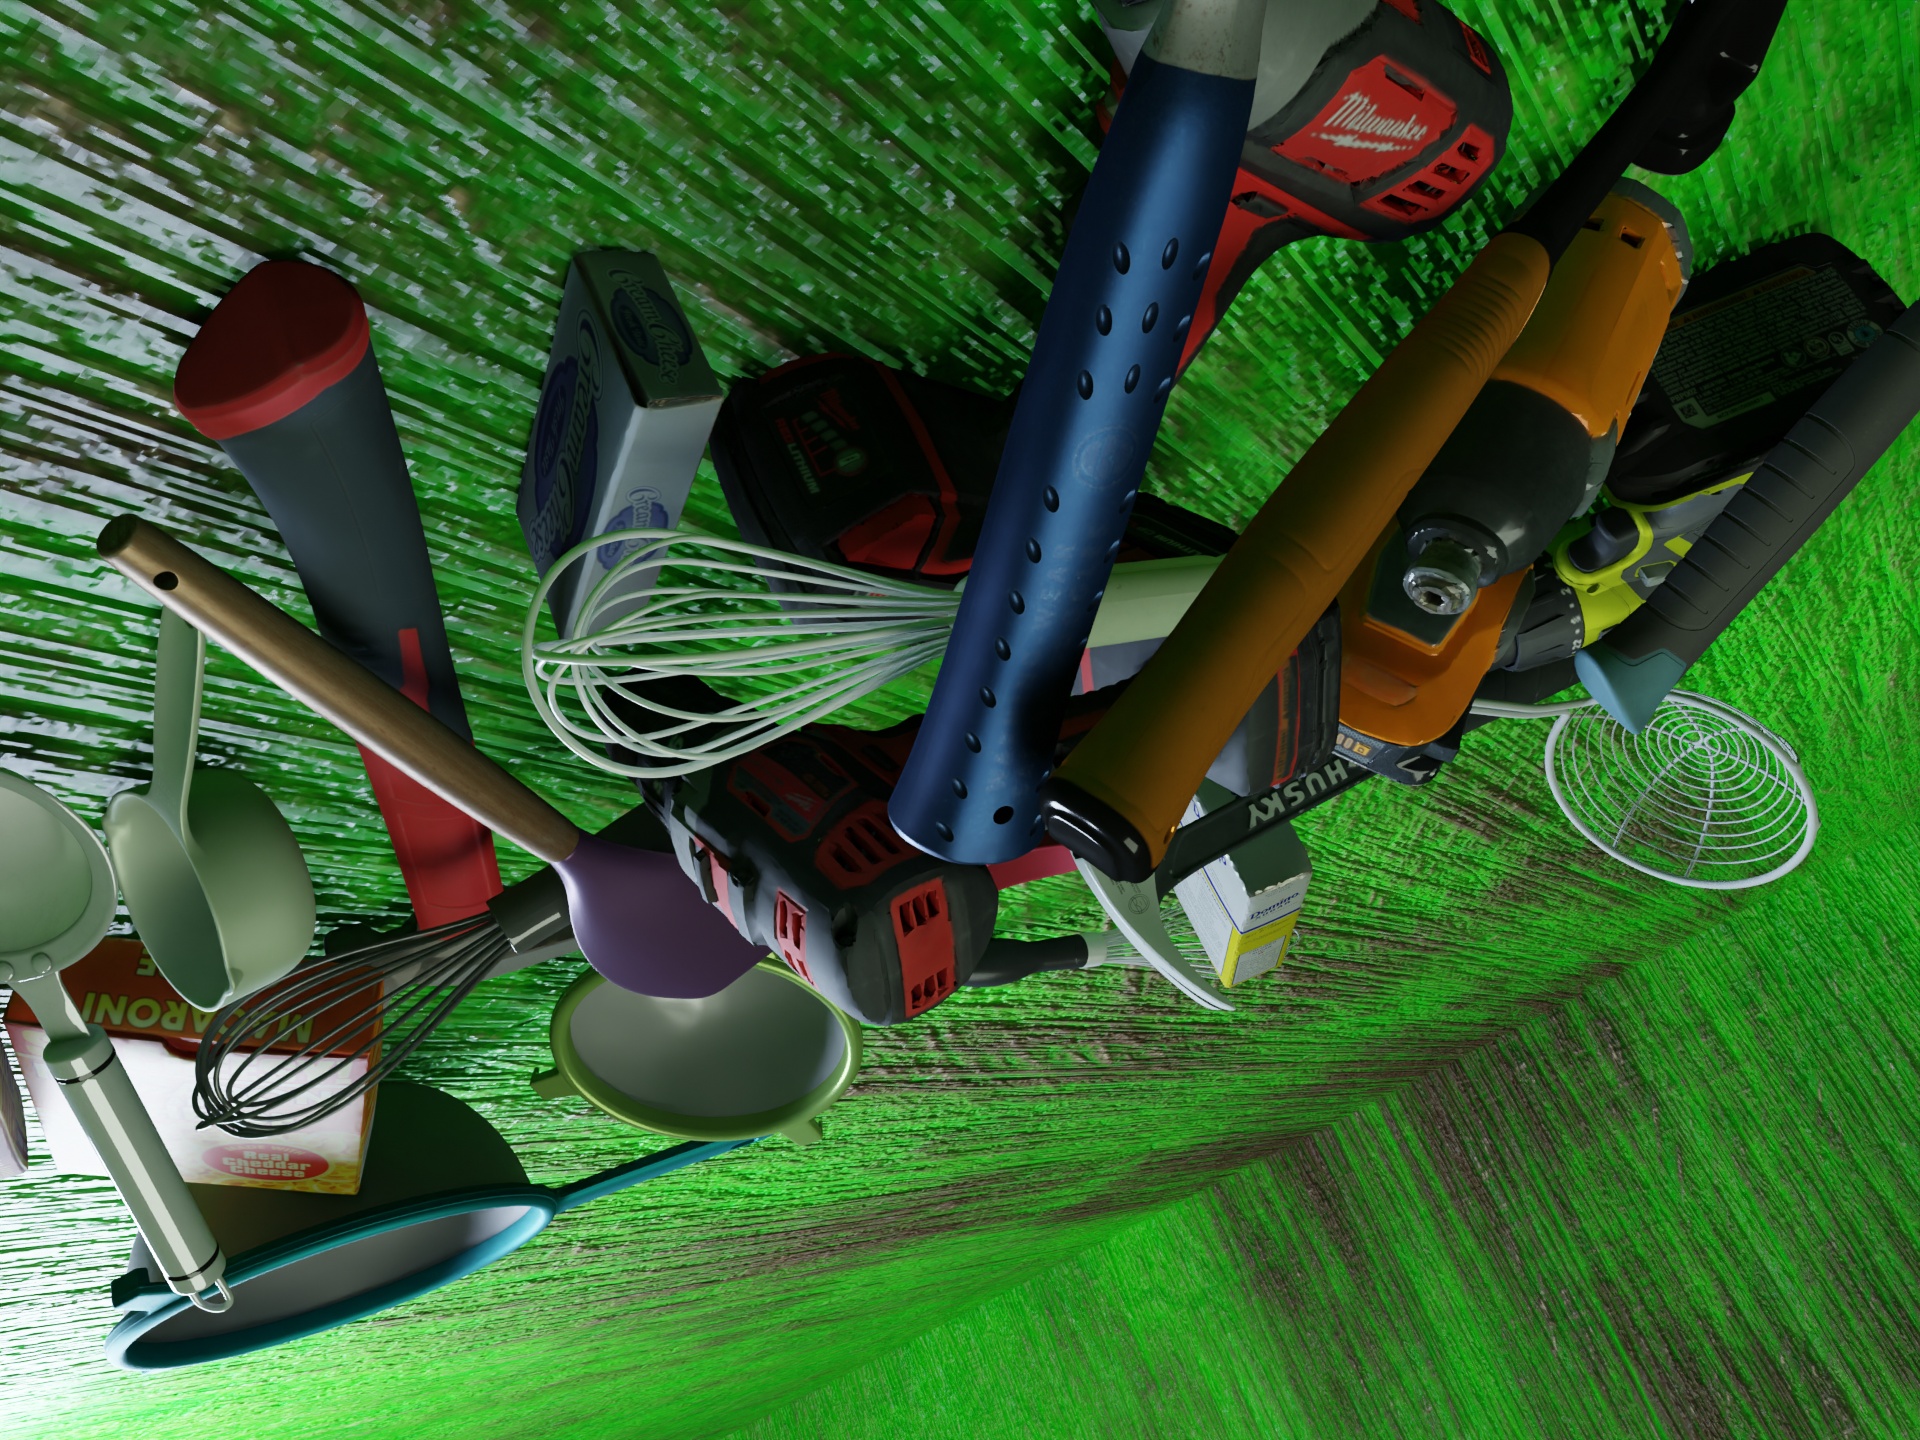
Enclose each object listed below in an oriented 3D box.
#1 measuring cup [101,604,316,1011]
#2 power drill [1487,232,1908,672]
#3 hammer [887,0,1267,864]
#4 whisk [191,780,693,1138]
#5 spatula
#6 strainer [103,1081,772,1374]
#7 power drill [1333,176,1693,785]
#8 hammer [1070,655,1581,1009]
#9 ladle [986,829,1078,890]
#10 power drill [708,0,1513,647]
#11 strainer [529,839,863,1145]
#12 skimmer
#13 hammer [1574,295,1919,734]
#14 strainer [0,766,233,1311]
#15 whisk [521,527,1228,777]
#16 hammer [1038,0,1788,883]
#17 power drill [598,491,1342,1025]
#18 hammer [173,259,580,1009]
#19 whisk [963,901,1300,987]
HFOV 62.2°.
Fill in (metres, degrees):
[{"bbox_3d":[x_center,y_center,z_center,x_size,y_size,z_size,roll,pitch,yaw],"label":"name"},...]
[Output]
[{"bbox_3d":[-0.227,0.019,0.491,0.038,0.083,0.167,-24,146,-46],"label":"measuring cup"},{"bbox_3d":[0.302,-0.096,0.712,0.190,0.080,0.228,-22,158,-3],"label":"power drill"},{"bbox_3d":[0.043,-0.135,0.298,0.144,0.035,0.405,-6,129,-30],"label":"hammer"},{"bbox_3d":[-0.163,0.075,0.571,0.239,0.055,0.055,-31,158,-17],"label":"whisk"},{"bbox_3d":[-0.142,0.029,0.497,0.060,0.018,0.315,-37,145,0],"label":"spatula"},{"bbox_3d":[-0.264,0.228,0.828,0.340,0.095,0.211,-13,156,-29],"label":"strainer"},{"bbox_3d":[0.178,-0.064,0.581,0.164,0.084,0.226,-59,168,-24],"label":"power drill"},{"bbox_3d":[0.246,0.006,0.829,0.409,0.149,0.036,-25,177,-15],"label":"hammer"},{"bbox_3d":[-0.047,0.133,0.913,0.315,0.031,0.069,-33,151,23],"label":"ladle"},{"bbox_3d":[0.032,-0.116,0.433,0.143,0.079,0.219,4,140,-46],"label":"power drill"},{"bbox_3d":[-0.105,0.101,0.759,0.151,0.069,0.256,14,127,-14],"label":"strainer"},{"bbox_3d":[0.230,0.018,0.740,0.363,0.090,0.127,7,155,-20],"label":"skimmer"},{"bbox_3d":[0.340,-0.131,0.566,0.128,0.033,0.331,25,111,-29],"label":"hammer"},{"bbox_3d":[-0.285,0.099,0.507,0.087,0.050,0.258,-11,119,-1],"label":"strainer"},{"bbox_3d":[-0.002,-0.028,0.430,0.246,0.059,0.058,-10,-177,-39],"label":"whisk"},{"bbox_3d":[0.129,-0.098,0.408,0.337,0.034,0.127,-51,161,-17],"label":"hammer"},{"bbox_3d":[-0.001,-0.002,0.554,0.226,0.188,0.080,-26,128,-27],"label":"power drill"},{"bbox_3d":[-0.165,-0.001,0.526,0.143,0.038,0.386,-17,154,-19],"label":"hammer"},{"bbox_3d":[0.112,0.148,1.058,0.284,0.070,0.070,-2,147,-31],"label":"whisk"}]
